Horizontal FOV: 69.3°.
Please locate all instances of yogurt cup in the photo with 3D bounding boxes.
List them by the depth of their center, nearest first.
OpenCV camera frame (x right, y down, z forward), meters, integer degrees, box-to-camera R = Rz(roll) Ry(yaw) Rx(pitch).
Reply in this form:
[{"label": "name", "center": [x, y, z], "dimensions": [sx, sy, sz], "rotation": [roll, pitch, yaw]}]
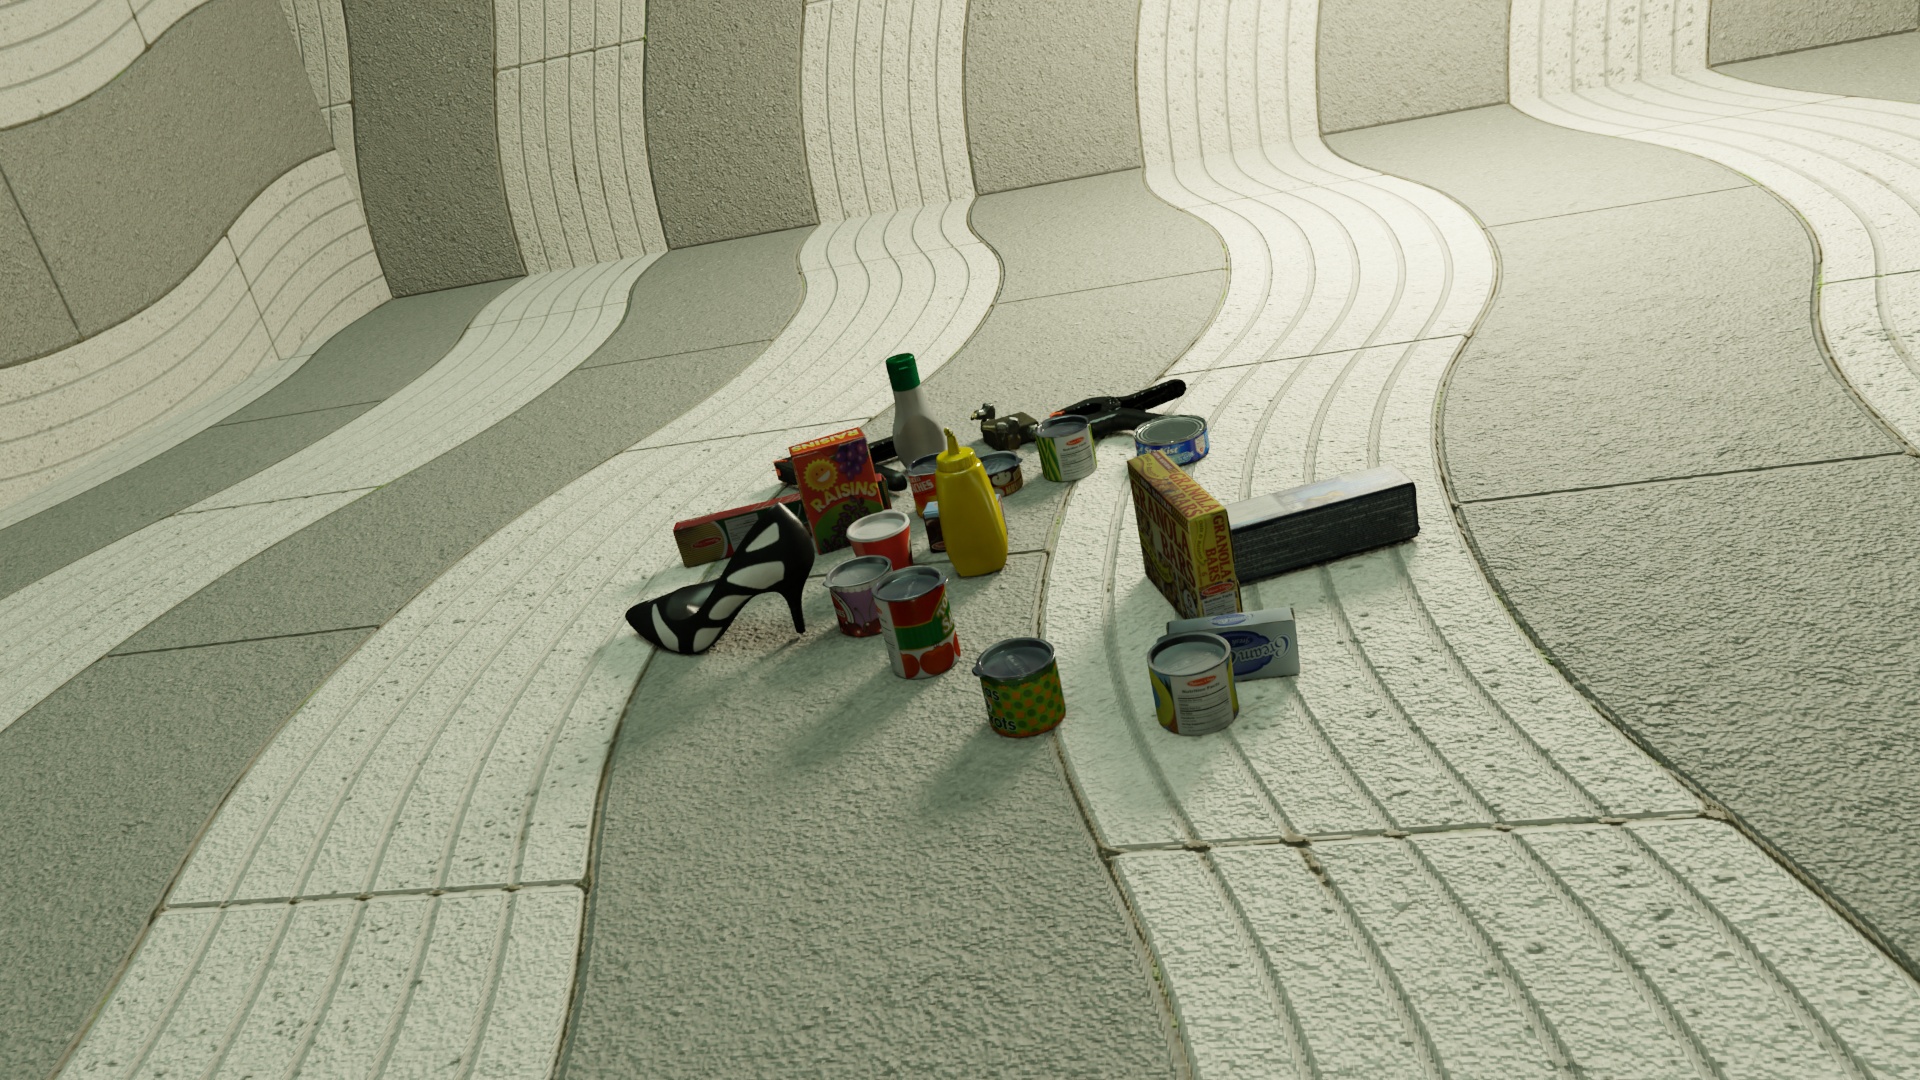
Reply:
[{"label": "yogurt cup", "center": [-0.082, 0.007, 1.474], "dimensions": [0.072, 0.053, 0.073], "rotation": [-11, 24, 5]}]

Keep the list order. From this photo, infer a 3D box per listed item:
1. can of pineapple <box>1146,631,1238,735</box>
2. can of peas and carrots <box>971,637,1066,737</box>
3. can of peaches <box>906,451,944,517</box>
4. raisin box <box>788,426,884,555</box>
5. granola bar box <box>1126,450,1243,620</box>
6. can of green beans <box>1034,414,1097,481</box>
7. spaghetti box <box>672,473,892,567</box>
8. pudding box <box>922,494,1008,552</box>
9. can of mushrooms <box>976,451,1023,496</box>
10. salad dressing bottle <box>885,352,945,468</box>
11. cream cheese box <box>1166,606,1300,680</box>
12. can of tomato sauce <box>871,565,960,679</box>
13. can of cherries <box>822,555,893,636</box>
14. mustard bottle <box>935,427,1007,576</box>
[{"label": "can of pineapple", "center": [0.184, 0.112, 1.102], "dimensions": [0.071, 0.057, 0.071], "rotation": [-11, 24, 5]}, {"label": "can of peas and carrots", "center": [0.048, 0.122, 1.147], "dimensions": [0.071, 0.058, 0.071], "rotation": [-11, 24, 5]}, {"label": "can of peaches", "center": [-0.026, -0.062, 1.595], "dimensions": [0.071, 0.057, 0.071], "rotation": [-11, 24, 5]}, {"label": "raisin box", "center": [-0.136, -0.055, 1.553], "dimensions": [0.086, 0.123, 0.040], "rotation": [-16, 24, -8]}, {"label": "granola bar box", "center": [0.202, 0.003, 1.253], "dimensions": [0.039, 0.123, 0.166], "rotation": [-16, 24, -6]}, {"label": "can of green beans", "center": [0.123, -0.108, 1.620], "dimensions": [0.071, 0.057, 0.071], "rotation": [-11, 24, 5]}, {"label": "spaghetti box", "center": [-0.203, -0.024, 1.607], "dimensions": [0.250, 0.050, 0.029], "rotation": [-14, 23, -3]}, {"label": "pudding box", "center": [0.005, -0.019, 1.492], "dimensions": [0.084, 0.049, 0.030], "rotation": [-7, 24, 12]}, {"label": "can of mushrooms", "center": [0.041, -0.076, 1.622], "dimensions": [0.071, 0.033, 0.071], "rotation": [-11, 24, 5]}, {"label": "salad dressing bottle", "center": [-0.058, -0.156, 1.707], "dimensions": [0.064, 0.147, 0.044], "rotation": [-15, 23, -5]}, {"label": "cream cheese box", "center": [0.224, 0.088, 1.141], "dimensions": [0.104, 0.053, 0.024], "rotation": [-8, 24, 11]}, {"label": "can of tomato sauce", "center": [-0.038, 0.074, 1.266], "dimensions": [0.071, 0.082, 0.071], "rotation": [-11, 24, 5]}, {"label": "can of cherries", "center": [-0.096, 0.055, 1.368], "dimensions": [0.071, 0.058, 0.072], "rotation": [-11, 24, 5]}, {"label": "mustard bottle", "center": [0.006, -0.043, 1.409], "dimensions": [0.065, 0.159, 0.049], "rotation": [-12, 23, 3]}]
